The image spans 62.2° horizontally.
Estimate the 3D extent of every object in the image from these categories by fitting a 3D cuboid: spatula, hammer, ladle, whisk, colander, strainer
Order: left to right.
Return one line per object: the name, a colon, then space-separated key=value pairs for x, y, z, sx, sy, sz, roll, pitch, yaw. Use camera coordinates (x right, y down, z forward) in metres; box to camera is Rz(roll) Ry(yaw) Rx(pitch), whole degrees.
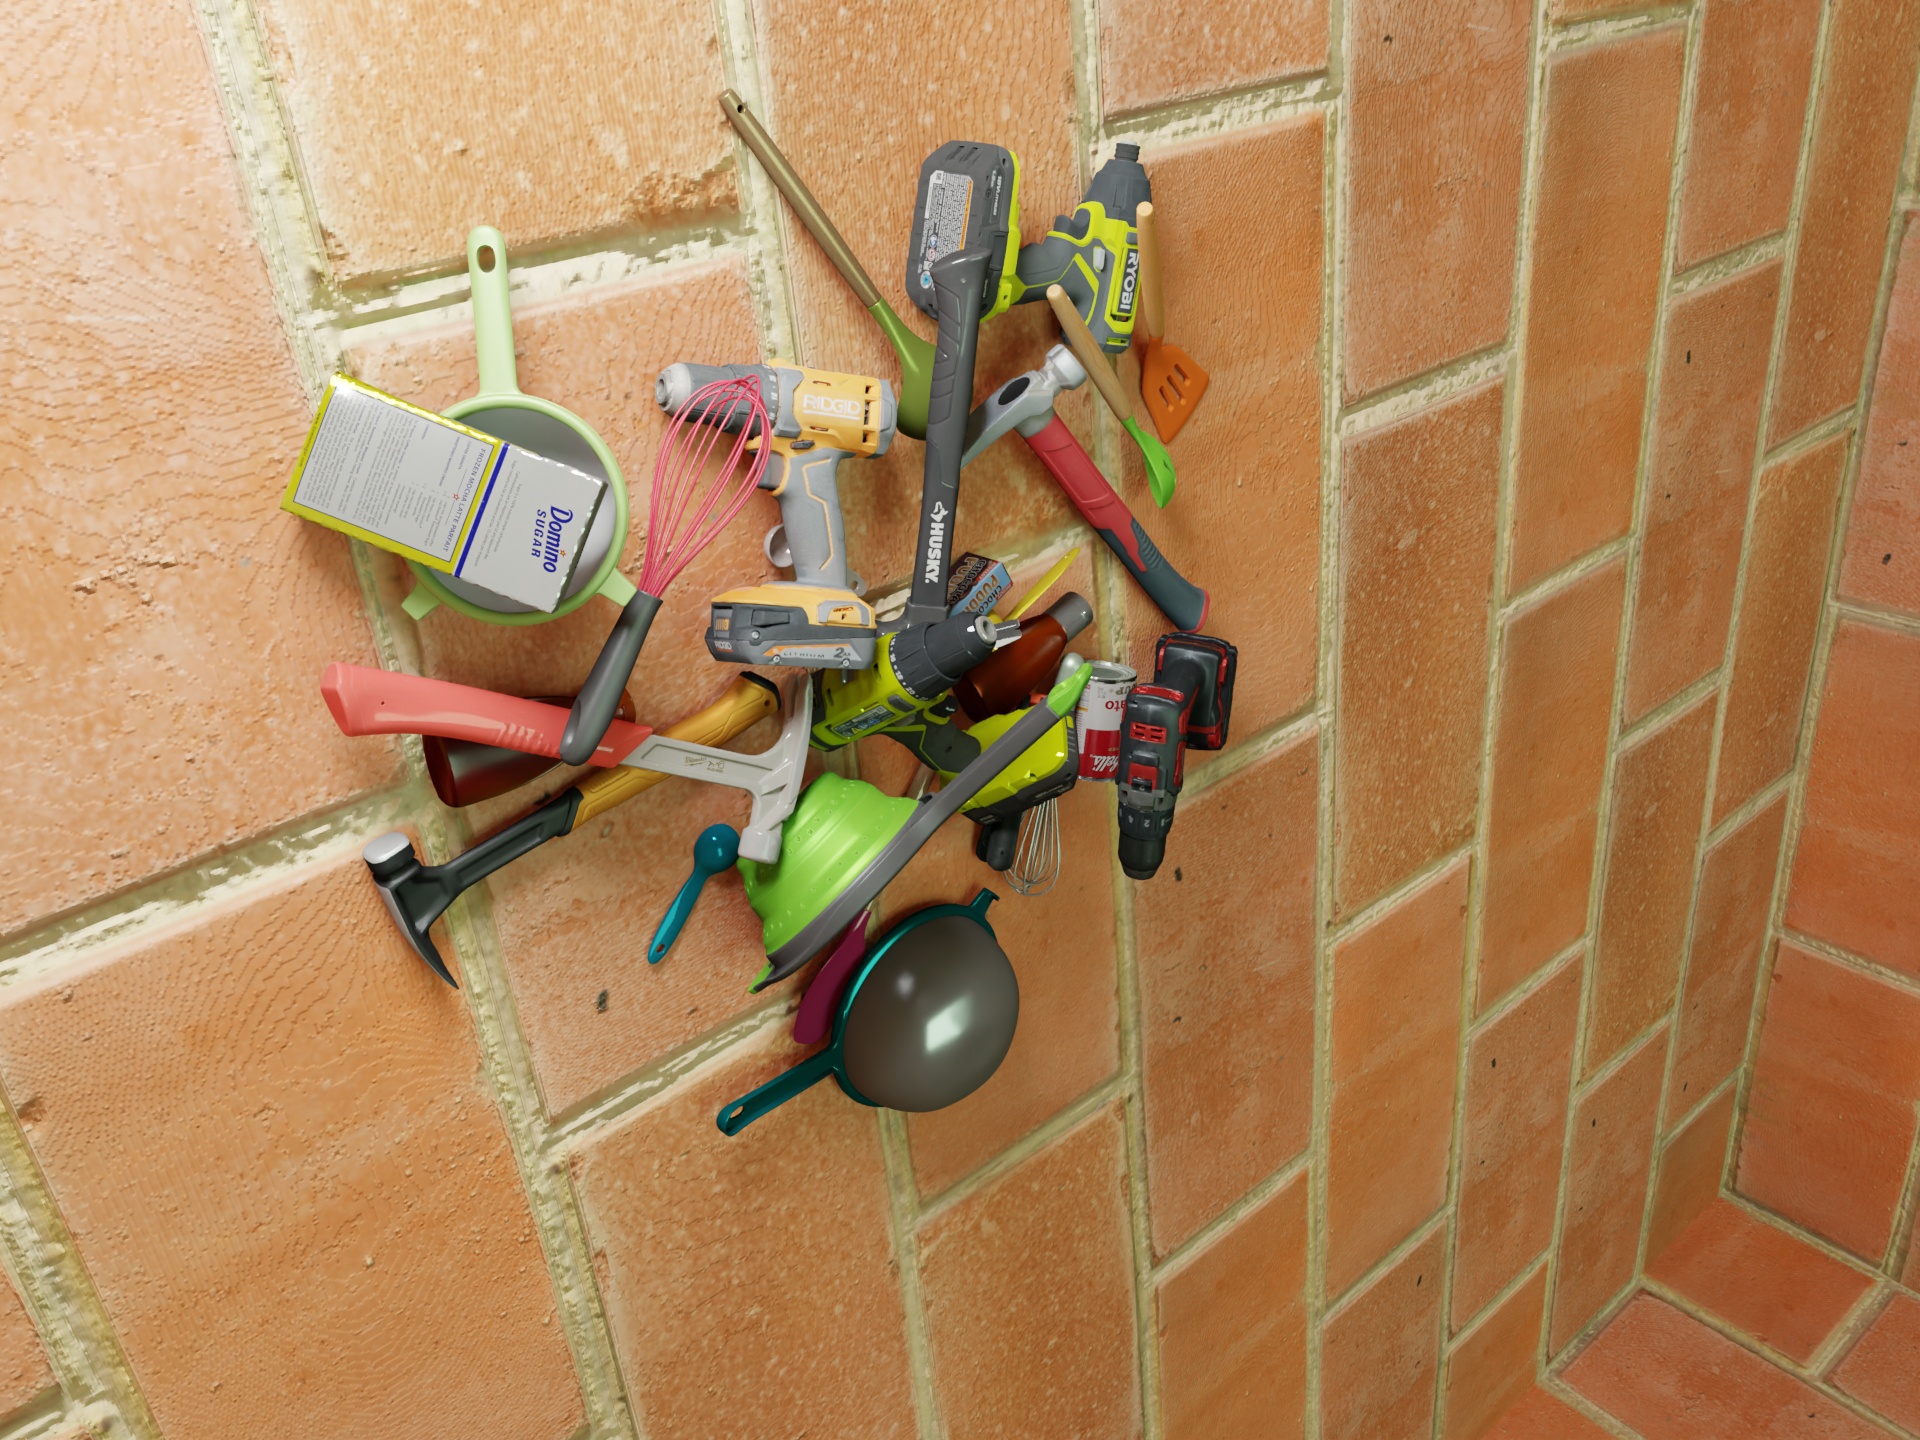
strainer: x=-0.299 y=-0.191 z=1.055 sx=0.151 sy=0.069 sz=0.256 roll=-5 pitch=95 yaw=-5
hammer: x=-0.264 y=0.003 z=1.124 sx=0.358 sy=0.037 sz=0.149 roll=15 pitch=83 yaw=-38
hammer: x=-0.273 y=0.063 z=1.202 sx=0.337 sy=0.034 sz=0.127 roll=-33 pitch=127 yaw=-28
whisk: x=-0.205 y=-0.104 z=1.086 sx=0.073 sy=0.073 sz=0.296 roll=26 pitch=89 yaw=-45
ladle: x=-0.087 y=-0.338 z=1.203 sx=0.078 sy=0.062 sz=0.319 roll=-50 pitch=127 yaw=-14
colander: x=-0.060 y=0.060 z=1.257 sx=0.397 sy=0.094 sz=0.204 roll=-43 pitch=-175 yaw=26
strainer: x=-0.059 y=0.305 z=1.443 sx=0.340 sy=0.095 sz=0.210 roll=-24 pitch=126 yaw=-38
hammer: x=-0.008 y=-0.200 z=1.246 sx=0.146 sy=0.035 sz=0.334 roll=4 pitch=117 yaw=-6
whisk: x=0.083 y=0.053 z=1.499 sx=0.058 sy=0.059 sz=0.246 roll=-29 pitch=133 yaw=-63
hammer: x=0.125 y=-0.174 z=1.447 sx=0.143 sy=0.038 sz=0.385 roll=-39 pitch=139 yaw=7
spatula: x=0.176 y=-0.346 z=1.374 sx=0.081 sy=0.041 sz=0.322 roll=-56 pitch=163 yaw=-8

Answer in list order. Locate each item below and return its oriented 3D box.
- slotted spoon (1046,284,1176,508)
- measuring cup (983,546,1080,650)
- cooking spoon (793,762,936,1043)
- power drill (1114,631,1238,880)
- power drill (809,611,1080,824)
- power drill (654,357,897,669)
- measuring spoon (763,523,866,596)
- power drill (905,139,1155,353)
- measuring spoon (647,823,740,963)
slotted spoon: x=0.134 y=-0.276 z=1.365 sx=0.031 sy=0.070 sz=0.313 roll=-23 pitch=150 yaw=14
measuring cup: x=0.045 y=-0.109 z=1.396 sx=0.156 sy=0.062 sz=0.029 roll=-45 pitch=113 yaw=-13
cooking spoon: x=-0.075 y=0.145 z=1.428 sx=0.068 sy=0.017 sz=0.319 roll=23 pitch=92 yaw=-57
power drill: x=0.197 y=0.028 z=1.509 sx=0.227 sy=0.080 sz=0.187 roll=-49 pitch=145 yaw=-60
power drill: x=-0.002 y=-0.004 z=1.313 sx=0.228 sy=0.190 sz=0.080 roll=32 pitch=44 yaw=-43
power drill: x=-0.141 y=-0.154 z=1.181 sx=0.185 sy=0.084 sz=0.226 roll=2 pitch=93 yaw=-35
measuring spoon: x=-0.118 y=-0.126 z=1.280 sx=0.124 sy=0.018 sz=0.034 roll=27 pitch=85 yaw=-52
power drill: x=0.068 y=-0.393 z=1.290 sx=0.223 sy=0.080 sz=0.171 roll=-8 pitch=114 yaw=-44
measuring spoon: x=-0.216 y=0.145 z=1.296 sx=0.042 sy=0.021 sz=0.128 roll=35 pitch=82 yaw=-45
